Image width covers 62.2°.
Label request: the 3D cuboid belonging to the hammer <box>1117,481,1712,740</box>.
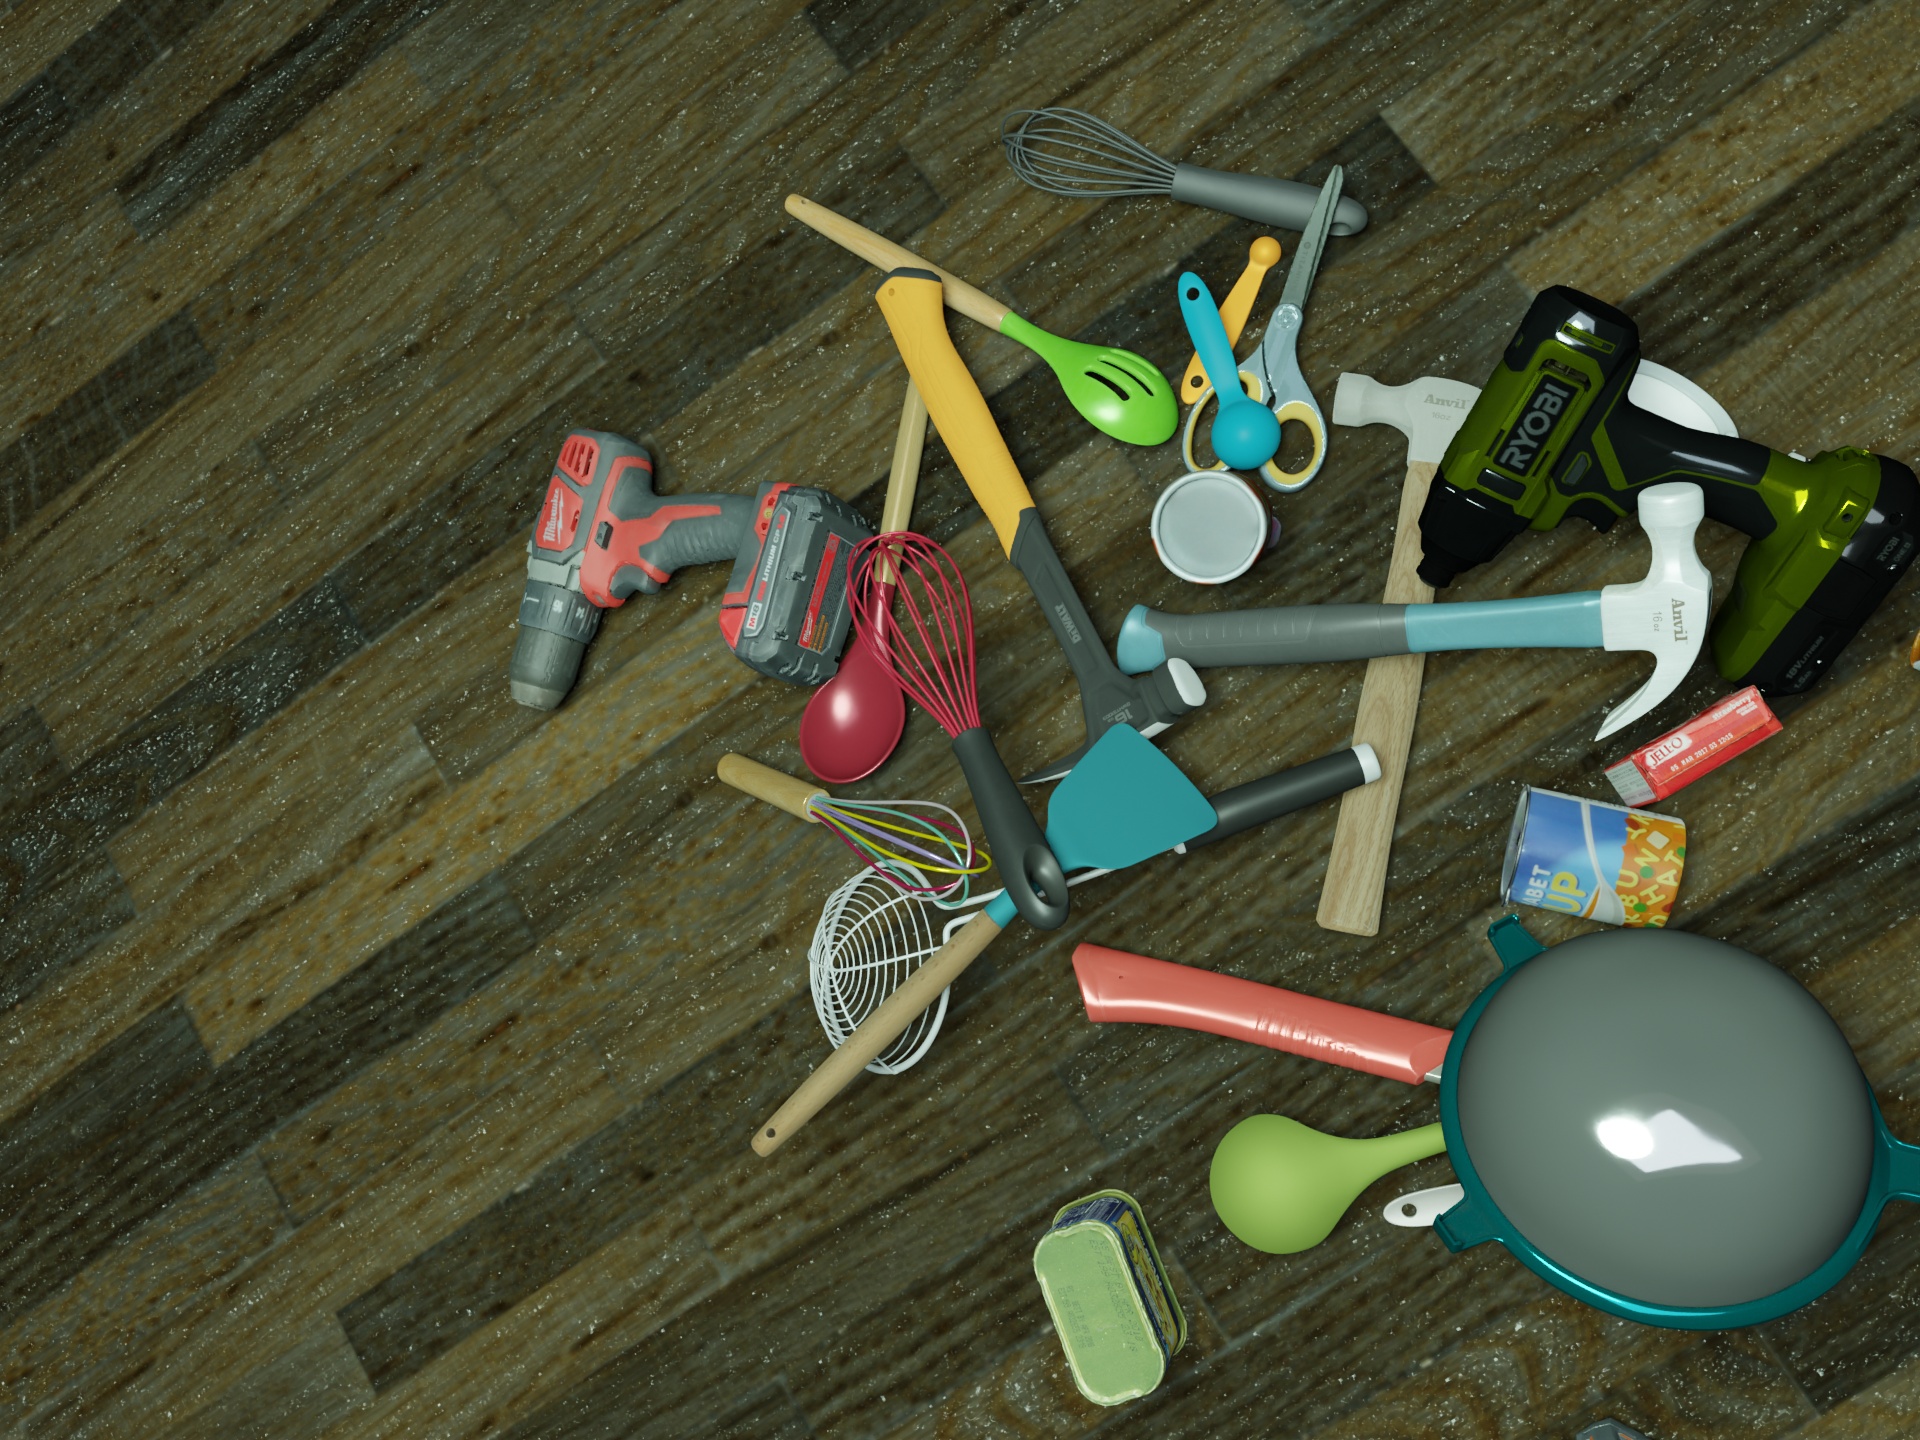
[{"bbox_3d":[0.237,-0.052,0.884,0.331,0.033,0.128,-1,110,33],"label":"hammer"}]

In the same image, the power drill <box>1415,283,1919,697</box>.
[{"bbox_3d":[0.371,-0.110,0.855,0.223,0.080,0.171,25,122,3],"label":"power drill"}]

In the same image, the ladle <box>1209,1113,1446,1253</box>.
[{"bbox_3d":[0.295,0.224,0.895,0.320,0.062,0.078,-19,79,4],"label":"ladle"}]

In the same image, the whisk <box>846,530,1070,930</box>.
[{"bbox_3d":[-0.001,-0.003,0.910,0.073,0.073,0.296,-30,55,8],"label":"whisk"}]

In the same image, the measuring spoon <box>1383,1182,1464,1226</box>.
[{"bbox_3d":[0.301,0.266,0.899,0.124,0.018,0.034,-17,87,18],"label":"measuring spoon"}]

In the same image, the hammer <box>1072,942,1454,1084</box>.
[{"bbox_3d":[0.237,0.173,0.893,0.359,0.036,0.149,11,56,22],"label":"hammer"}]

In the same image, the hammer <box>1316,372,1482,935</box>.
[{"bbox_3d":[0.260,-0.038,0.935,0.130,0.031,0.331,10,86,15],"label":"hammer"}]

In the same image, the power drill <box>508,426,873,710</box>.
[{"bbox_3d":[-0.186,-0.081,1.015,0.227,0.080,0.188,14,86,25],"label":"power drill"}]

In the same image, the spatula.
[{"bbox_3d":[0.003,0.131,0.890,0.317,0.044,0.082,-44,72,1],"label":"spatula"}]

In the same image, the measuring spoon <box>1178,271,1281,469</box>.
[{"bbox_3d":[0.156,-0.214,0.961,0.042,0.021,0.129,-21,85,16],"label":"measuring spoon"}]

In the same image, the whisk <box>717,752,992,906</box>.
[{"bbox_3d":[-0.069,0.058,0.947,0.047,0.051,0.245,-36,34,-29],"label":"whisk"}]

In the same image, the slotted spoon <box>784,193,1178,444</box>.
[{"bbox_3d":[0.008,-0.267,1.021,0.314,0.031,0.070,34,55,19],"label":"slotted spoon"}]

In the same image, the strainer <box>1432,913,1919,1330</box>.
[{"bbox_3d":[0.405,0.188,0.756,0.340,0.095,0.211,9,55,22],"label":"strainer"}]

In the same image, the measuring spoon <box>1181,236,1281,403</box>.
[{"bbox_3d":[0.168,-0.251,0.993,0.021,0.011,0.117,28,90,15],"label":"measuring spoon"}]

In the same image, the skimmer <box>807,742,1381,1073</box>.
[{"bbox_3d":[0.074,0.100,0.945,0.363,0.090,0.127,-21,59,5],"label":"skimmer"}]

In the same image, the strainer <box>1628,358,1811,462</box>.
[{"bbox_3d":[0.459,-0.142,0.896,0.258,0.050,0.087,26,46,10],"label":"strainer"}]

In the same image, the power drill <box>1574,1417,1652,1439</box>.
[{"bbox_3d":[0.318,0.489,0.834,0.185,0.084,0.226,25,94,16],"label":"power drill"}]

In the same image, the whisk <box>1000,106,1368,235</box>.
[{"bbox_3d":[0.137,-0.340,0.995,0.239,0.055,0.055,16,87,10],"label":"whisk"}]

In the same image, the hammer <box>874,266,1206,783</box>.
[{"bbox_3d":[0.024,-0.128,0.976,0.127,0.034,0.337,-32,76,31],"label":"hammer"}]

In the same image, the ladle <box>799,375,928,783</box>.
[{"bbox_3d":[-0.046,-0.113,1.020,0.069,0.031,0.315,8,83,19],"label":"ladle"}]
